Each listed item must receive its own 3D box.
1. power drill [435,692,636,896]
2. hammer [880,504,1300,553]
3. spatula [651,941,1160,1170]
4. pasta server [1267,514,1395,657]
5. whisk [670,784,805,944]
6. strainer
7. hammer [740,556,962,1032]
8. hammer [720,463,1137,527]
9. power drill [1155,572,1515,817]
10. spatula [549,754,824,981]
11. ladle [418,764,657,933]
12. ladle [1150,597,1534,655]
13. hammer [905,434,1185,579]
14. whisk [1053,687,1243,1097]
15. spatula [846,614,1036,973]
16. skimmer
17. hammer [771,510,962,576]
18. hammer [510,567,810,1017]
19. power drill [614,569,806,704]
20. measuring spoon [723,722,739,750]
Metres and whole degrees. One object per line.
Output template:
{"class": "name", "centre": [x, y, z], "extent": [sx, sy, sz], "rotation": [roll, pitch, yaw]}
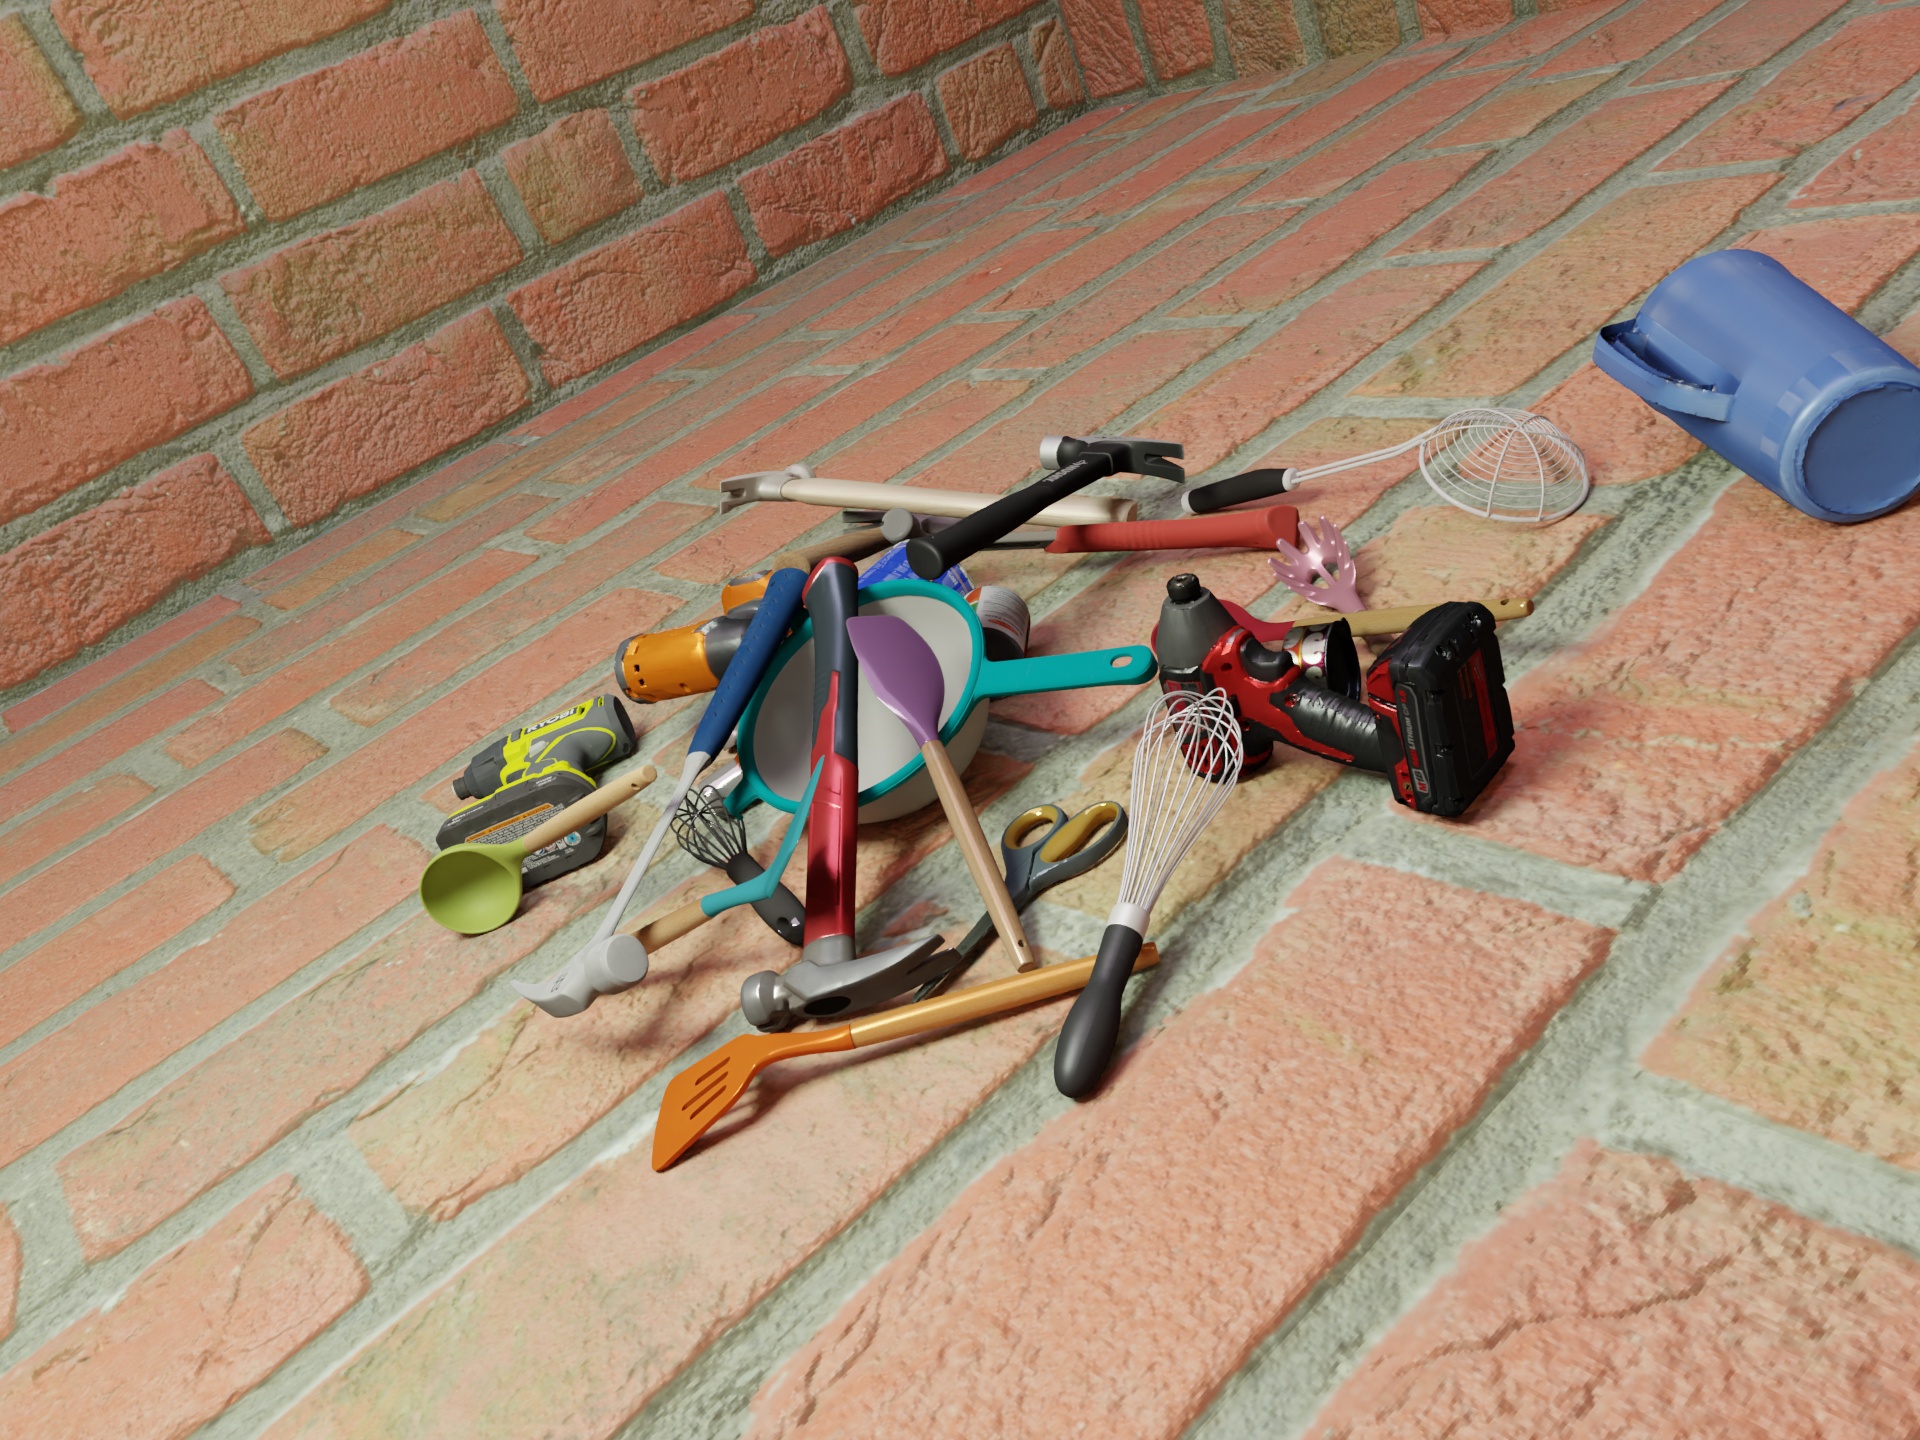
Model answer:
{"class": "power drill", "centre": [-0.377, 0.063, 1.394], "extent": [0.171, 0.080, 0.223], "rotation": [-23, 22, 1]}
{"class": "hammer", "centre": [0.118, -0.157, 1.398], "extent": [0.359, 0.149, 0.037], "rotation": [0, 78, 24]}
{"class": "spatula", "centre": [-0.037, 0.187, 0.941], "extent": [0.322, 0.041, 0.081], "rotation": [-16, 27, 5]}
{"class": "pasta server", "centre": [0.289, -0.067, 1.130], "extent": [0.060, 0.040, 0.316], "rotation": [-40, 25, 14]}
{"class": "whisk", "centre": [-0.159, 0.105, 1.167], "extent": [0.055, 0.055, 0.239], "rotation": [-31, 31, -16]}
{"class": "strainer", "centre": [-0.002, -0.004, 1.171], "extent": [0.340, 0.095, 0.211], "rotation": [-6, 52, 29]}
{"class": "hammer", "centre": [-0.074, 0.024, 1.097], "extent": [0.143, 0.038, 0.387], "rotation": [-21, 46, 20]}
{"class": "hammer", "centre": [-0.032, -0.206, 1.512], "extent": [0.411, 0.038, 0.146], "rotation": [9, 18, 26]}
{"class": "power drill", "centre": [0.218, -0.022, 0.987], "extent": [0.220, 0.143, 0.078], "rotation": [9, 38, 44]}
{"class": "spatula", "centre": [-0.191, 0.125, 1.056], "extent": [0.317, 0.044, 0.082], "rotation": [-30, 30, 32]}
{"class": "ladle", "centre": [-0.311, 0.093, 1.173], "extent": [0.320, 0.078, 0.062], "rotation": [-26, 31, 46]}
{"class": "ladle", "centre": [0.259, -0.067, 1.122], "extent": [0.315, 0.031, 0.069], "rotation": [-2, 50, 51]}
{"class": "hammer", "centre": [0.063, -0.181, 1.313], "extent": [0.146, 0.035, 0.335], "rotation": [8, 27, 31]}
{"class": "whisk", "centre": [0.107, 0.091, 0.920], "extent": [0.070, 0.070, 0.285], "rotation": [-4, 47, 35]}
{"class": "spatula", "centre": [-0.009, 0.036, 1.056], "extent": [0.059, 0.018, 0.316], "rotation": [-3, 47, -23]}
{"class": "skimmer", "centre": [0.337, -0.188, 1.330], "extent": [0.363, 0.090, 0.127], "rotation": [-7, 31, 51]}
{"class": "hammer", "centre": [-0.092, -0.165, 1.483], "extent": [0.130, 0.031, 0.331], "rotation": [5, 15, 18]}
{"class": "hammer", "centre": [-0.195, 0.038, 1.133], "extent": [0.144, 0.035, 0.406], "rotation": [-29, 29, 43]}
{"class": "power drill", "centre": [-0.187, -0.082, 1.447], "extent": [0.164, 0.084, 0.226], "rotation": [-9, 15, 27]}
{"class": "measuring spoon", "centre": [-0.188, 0.008, 1.348], "extent": [0.034, 0.018, 0.124], "rotation": [-36, 3, -12]}
